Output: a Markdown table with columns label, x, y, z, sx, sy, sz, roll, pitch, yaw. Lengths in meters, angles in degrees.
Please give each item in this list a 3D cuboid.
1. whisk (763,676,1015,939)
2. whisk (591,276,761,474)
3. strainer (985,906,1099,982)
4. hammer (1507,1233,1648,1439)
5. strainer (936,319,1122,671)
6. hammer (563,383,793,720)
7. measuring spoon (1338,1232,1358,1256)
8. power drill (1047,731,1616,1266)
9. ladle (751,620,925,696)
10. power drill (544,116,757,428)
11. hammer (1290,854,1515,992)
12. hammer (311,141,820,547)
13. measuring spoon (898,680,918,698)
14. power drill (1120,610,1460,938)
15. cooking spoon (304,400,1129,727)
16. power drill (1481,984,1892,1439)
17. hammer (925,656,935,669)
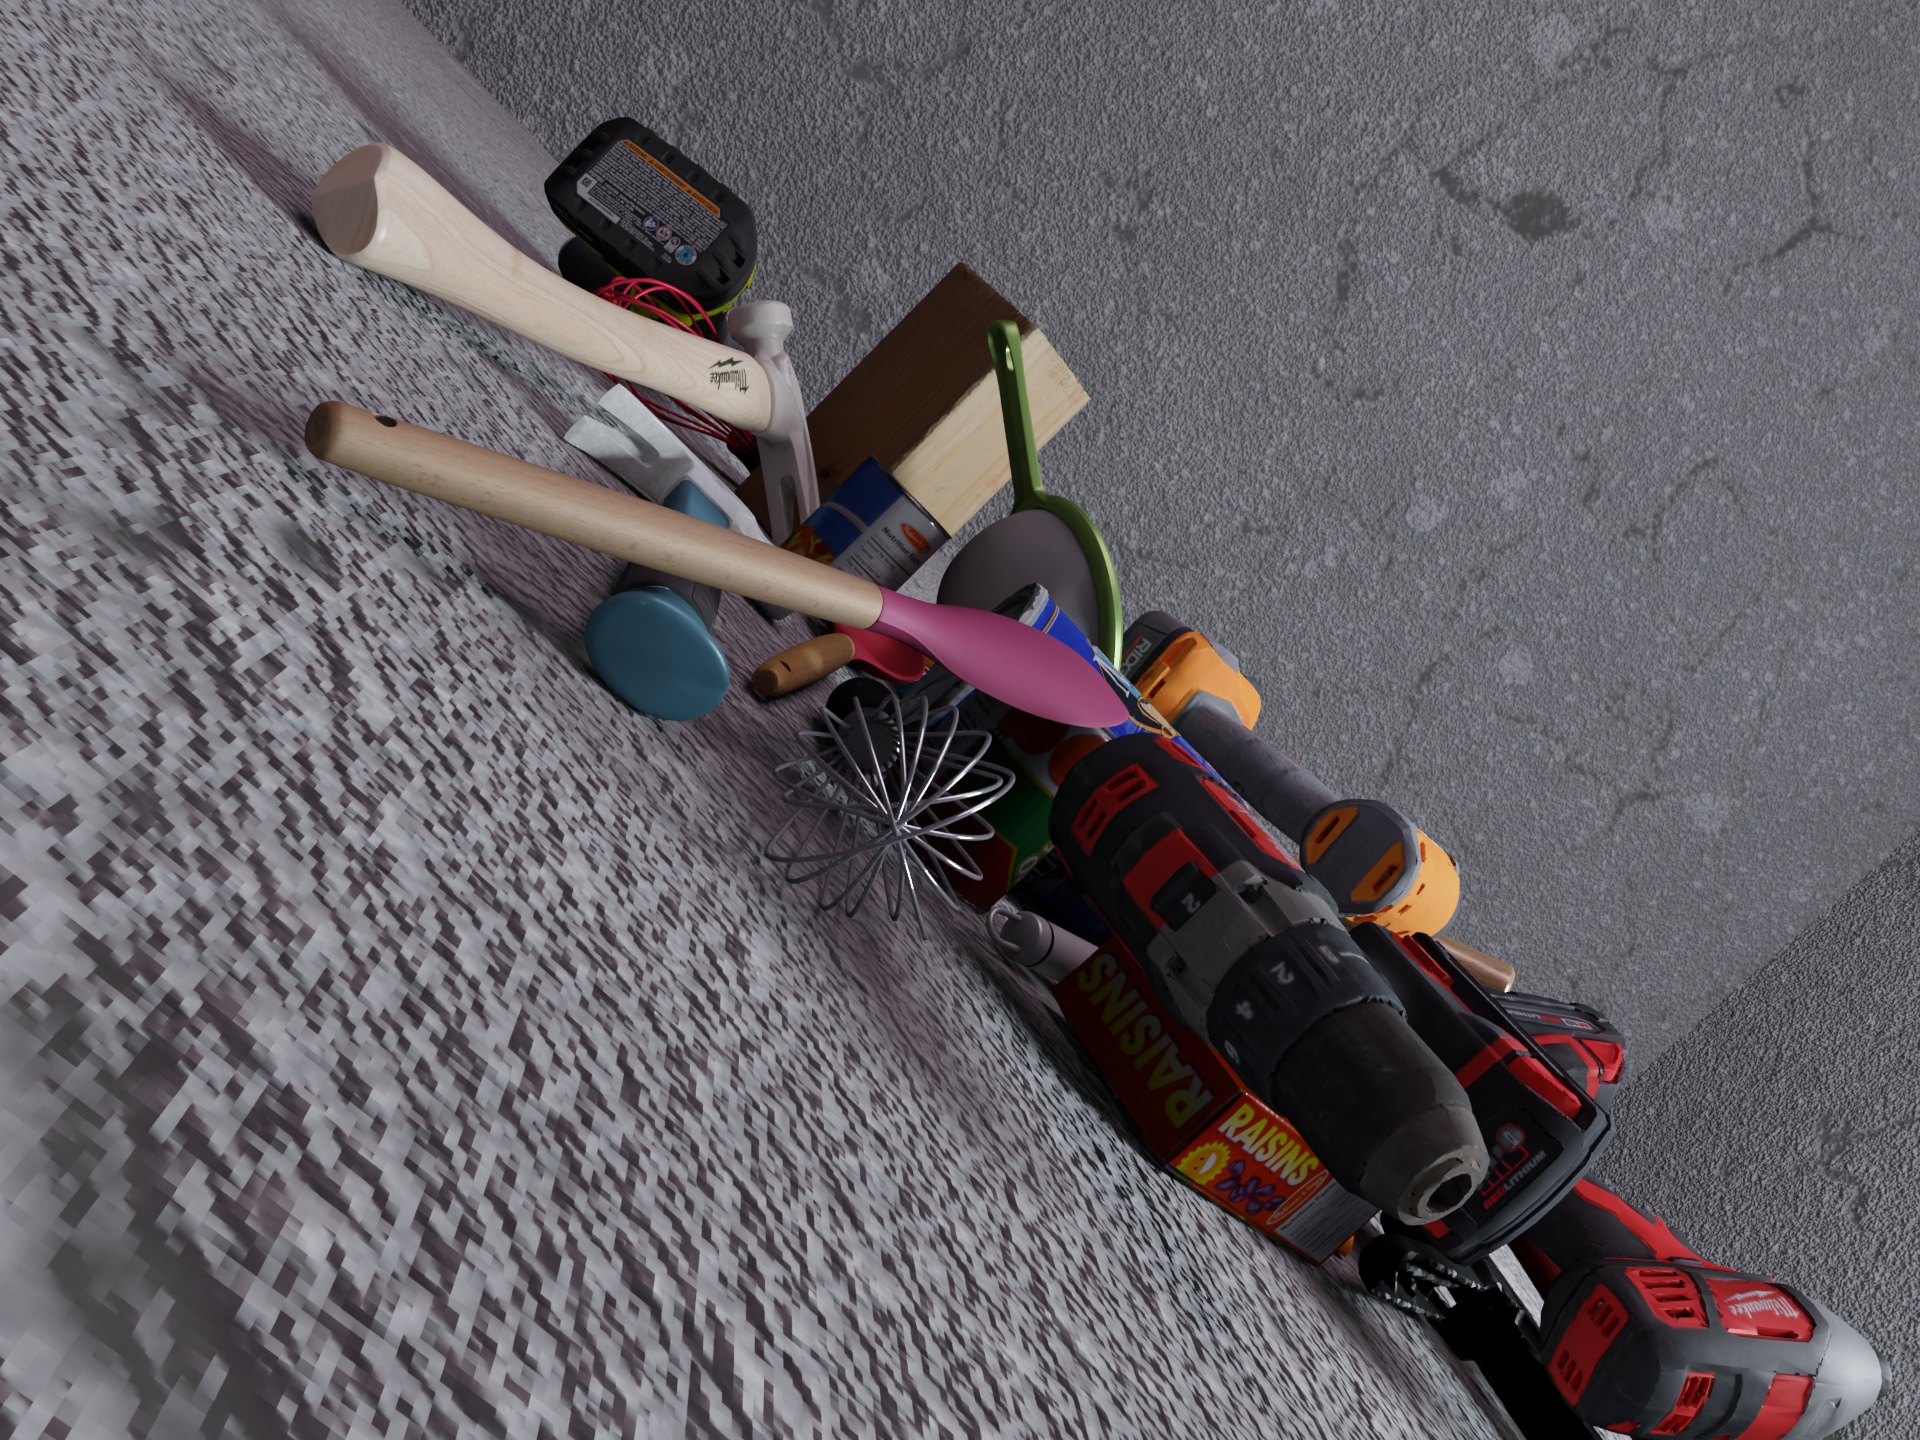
| label | x | y | z | sx | sy | sz | roll | pitch | yaw |
| --- | --- | --- | --- | --- | --- | --- | --- | --- | --- |
| whisk | -0.031 | 0.012 | 0.532 | 0.070 | 0.070 | 0.285 | 45 | 1 | -9 |
| whisk | -0.150 | -0.191 | 1.022 | 0.073 | 0.073 | 0.295 | 50 | 2 | 30 |
| strainer | 0.085 | 0.119 | 0.662 | 0.258 | 0.050 | 0.087 | 33 | 57 | -45 |
| hammer | 0.290 | 0.300 | 0.641 | 0.149 | 0.036 | 0.359 | 53 | 8 | -32 |
| strainer | 0.020 | -0.106 | 0.919 | 0.151 | 0.069 | 0.256 | -14 | -96 | 63 |
| hammer | -0.101 | -0.060 | 0.588 | 0.128 | 0.033 | 0.331 | 45 | 6 | -16 |
| measuring spoon | 0.171 | 0.221 | 0.709 | 0.021 | 0.011 | 0.116 | 48 | 6 | 19 |
| power drill | 0.137 | 0.110 | 0.536 | 0.226 | 0.080 | 0.188 | 38 | 10 | -41 |
| ladle | -0.058 | -0.031 | 0.737 | 0.069 | 0.031 | 0.315 | 43 | 8 | -1 |
| power drill | -0.207 | -0.301 | 1.078 | 0.190 | 0.080 | 0.228 | 38 | -11 | 4 |
| hammer | 0.176 | 0.085 | 0.969 | 0.331 | 0.031 | 0.130 | 28 | 28 | 15 |
| hammer | -0.164 | -0.176 | 0.777 | 0.410 | 0.038 | 0.146 | -1 | 81 | -73 |
| measuring spoon | -0.002 | -0.003 | 0.951 | 0.042 | 0.021 | 0.128 | 48 | 7 | 18 |
| power drill | 0.188 | 0.043 | 0.913 | 0.227 | 0.084 | 0.164 | 44 | 8 | 34 |
| cooking spoon | -0.046 | -0.041 | 0.483 | 0.318 | 0.017 | 0.069 | 14 | 27 | -49 |
| power drill | 0.275 | 0.207 | 0.670 | 0.143 | 0.078 | 0.220 | 12 | 21 | -18 |
| hammer | 0.101 | 0.047 | 1.084 | 0.337 | 0.127 | 0.034 | 38 | 5 | 15 |
